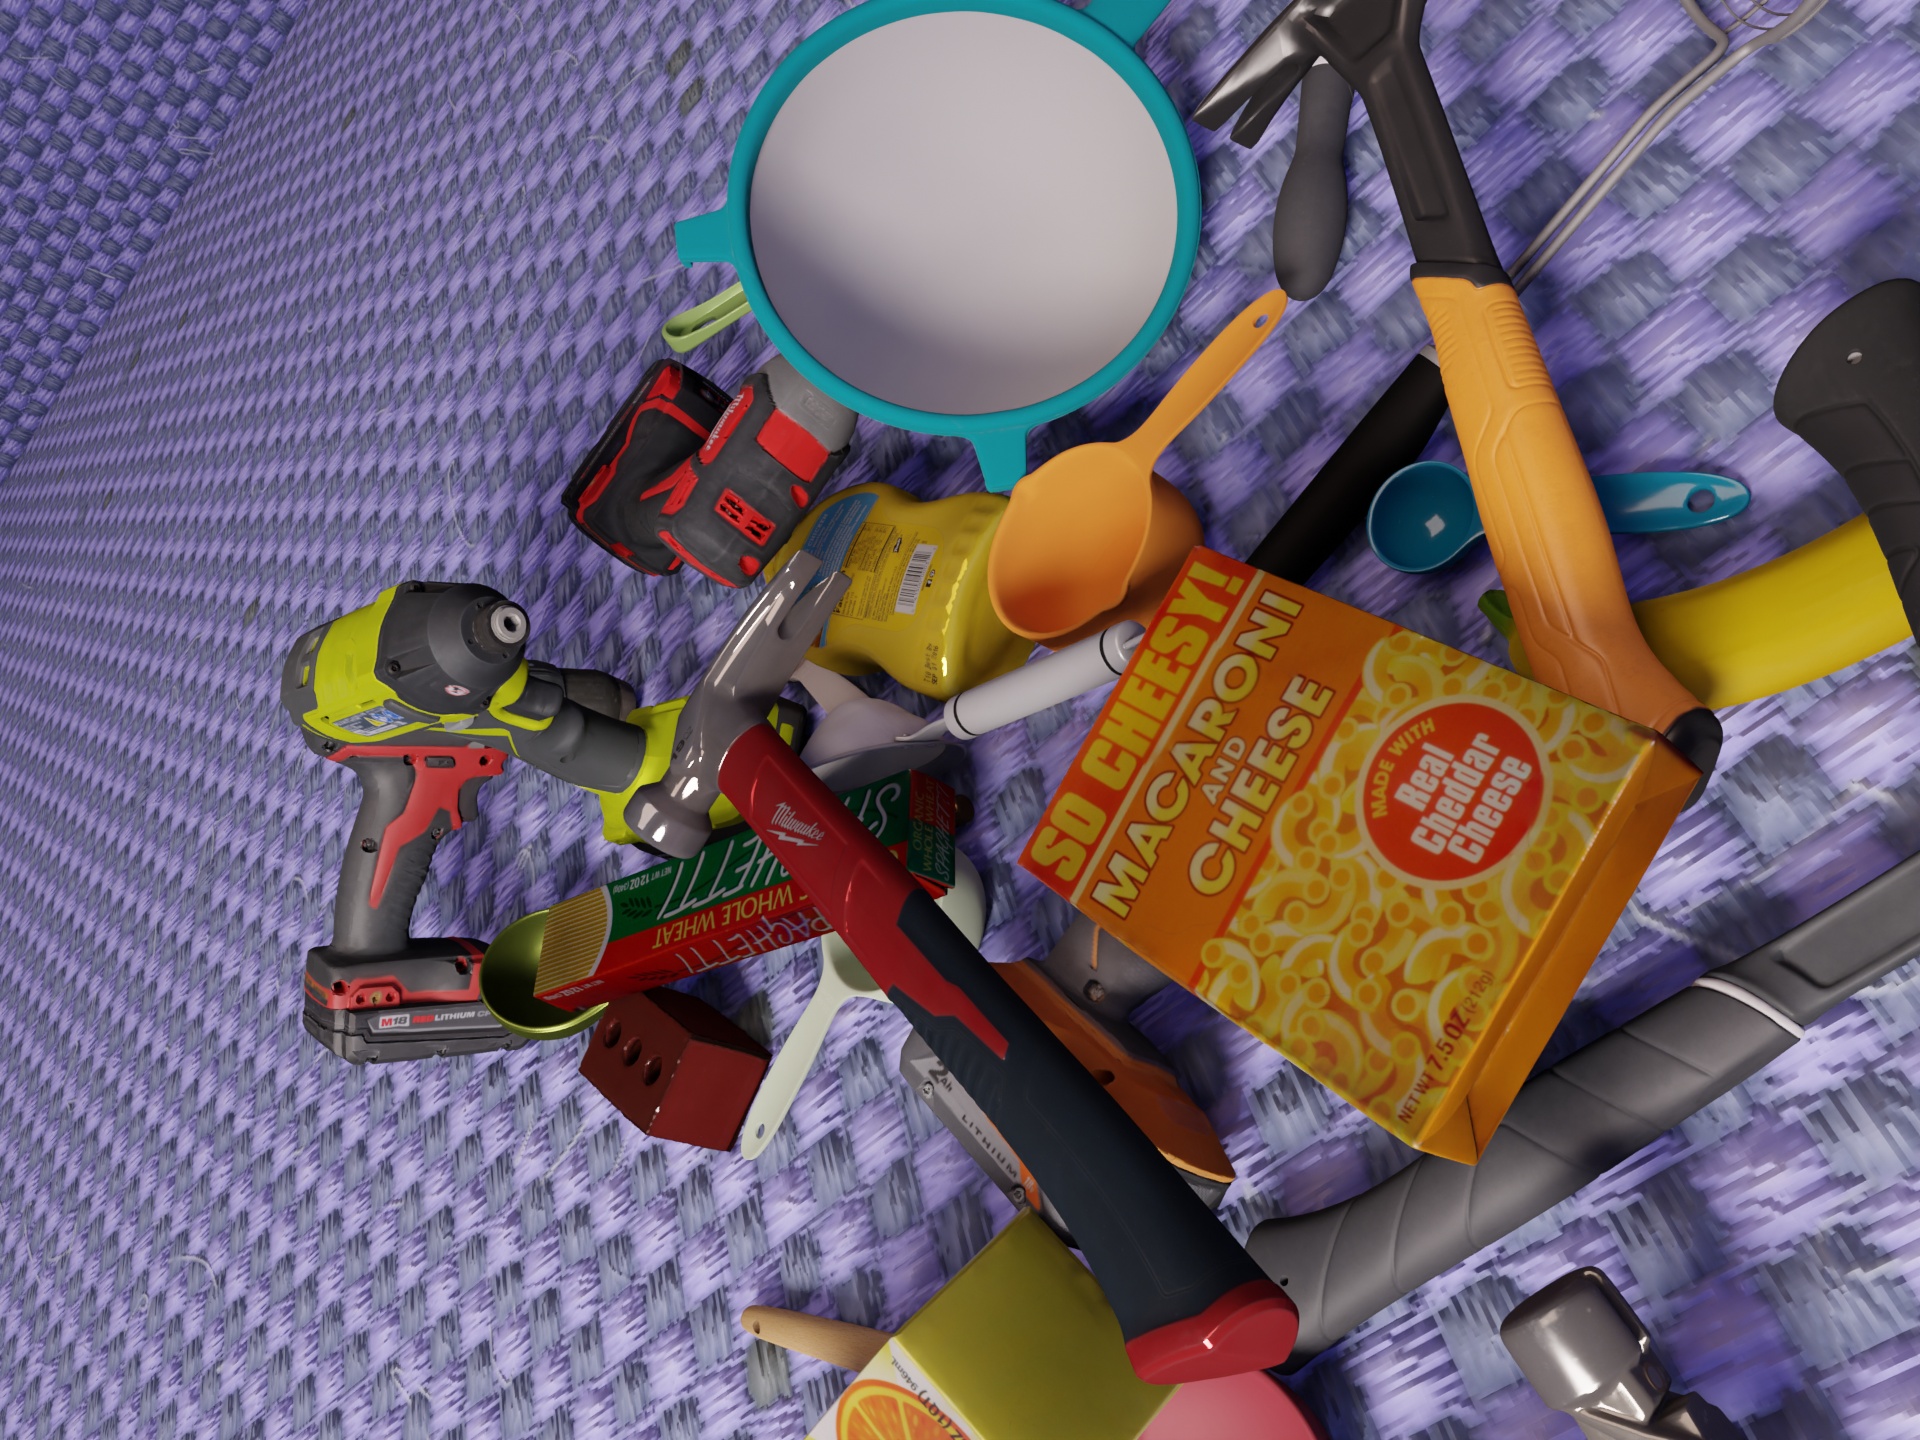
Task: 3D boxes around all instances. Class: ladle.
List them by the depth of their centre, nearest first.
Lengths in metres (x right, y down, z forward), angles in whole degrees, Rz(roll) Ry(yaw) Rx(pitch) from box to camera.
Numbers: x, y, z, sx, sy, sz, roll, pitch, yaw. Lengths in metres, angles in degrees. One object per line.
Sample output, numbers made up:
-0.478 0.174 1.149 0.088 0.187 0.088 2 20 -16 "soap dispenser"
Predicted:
0.013 0.246 0.583 0.315 0.031 0.069 -9 80 47 "ladle"
-0.125 0.091 0.790 0.320 0.062 0.078 -26 40 33 "ladle"

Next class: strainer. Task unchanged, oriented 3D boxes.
-0.001 -0.002 0.658 0.258 0.086 0.050 -23 74 50 "strainer"
0.040 -0.274 0.754 0.340 0.211 0.095 -53 -4 -7 "strainer"
-0.063 -0.284 0.846 0.256 0.069 0.152 -29 50 10 "strainer"

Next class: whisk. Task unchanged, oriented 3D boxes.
0.164 -0.313 0.686 0.070 0.070 0.285 -3 73 46 "whisk"

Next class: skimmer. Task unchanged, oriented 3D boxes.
0.192 -0.193 0.564 0.363 0.090 0.127 -52 21 17 "skimmer"

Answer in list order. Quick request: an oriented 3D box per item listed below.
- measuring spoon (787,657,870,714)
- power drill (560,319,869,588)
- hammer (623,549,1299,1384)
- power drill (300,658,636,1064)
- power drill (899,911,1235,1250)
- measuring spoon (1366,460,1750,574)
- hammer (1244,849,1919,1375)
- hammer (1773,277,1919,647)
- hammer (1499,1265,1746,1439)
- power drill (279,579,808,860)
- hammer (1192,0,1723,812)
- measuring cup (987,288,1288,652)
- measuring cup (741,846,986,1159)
-0.061 -0.011 0.807 0.034 0.018 0.124 -48 48 -2 "measuring spoon"
-0.127 -0.142 0.847 0.143 0.078 0.220 -58 26 -10 "power drill"
-0.009 0.067 0.556 0.143 0.038 0.387 -57 40 6 "hammer"
-0.279 0.069 0.904 0.080 0.187 0.226 8 95 53 "power drill"
0.098 0.076 0.542 0.226 0.084 0.186 -56 42 3 "power drill"
0.205 -0.070 0.550 0.129 0.021 0.042 2 79 38 "measuring spoon"
0.234 0.071 0.429 0.409 0.036 0.149 -43 46 24 "hammer"
0.265 0.032 0.362 0.146 0.035 0.335 -28 54 36 "hammer"
0.083 0.299 0.456 0.359 0.036 0.149 -44 67 30 "hammer"
-0.190 -0.001 0.774 0.171 0.223 0.080 -12 63 44 "power drill"
0.164 -0.121 0.523 0.127 0.034 0.337 -35 55 43 "hammer"
0.087 -0.098 0.661 0.173 0.052 0.095 -49 43 14 "measuring cup"
-0.044 0.125 0.700 0.083 0.038 0.167 39 102 49 "measuring cup"
